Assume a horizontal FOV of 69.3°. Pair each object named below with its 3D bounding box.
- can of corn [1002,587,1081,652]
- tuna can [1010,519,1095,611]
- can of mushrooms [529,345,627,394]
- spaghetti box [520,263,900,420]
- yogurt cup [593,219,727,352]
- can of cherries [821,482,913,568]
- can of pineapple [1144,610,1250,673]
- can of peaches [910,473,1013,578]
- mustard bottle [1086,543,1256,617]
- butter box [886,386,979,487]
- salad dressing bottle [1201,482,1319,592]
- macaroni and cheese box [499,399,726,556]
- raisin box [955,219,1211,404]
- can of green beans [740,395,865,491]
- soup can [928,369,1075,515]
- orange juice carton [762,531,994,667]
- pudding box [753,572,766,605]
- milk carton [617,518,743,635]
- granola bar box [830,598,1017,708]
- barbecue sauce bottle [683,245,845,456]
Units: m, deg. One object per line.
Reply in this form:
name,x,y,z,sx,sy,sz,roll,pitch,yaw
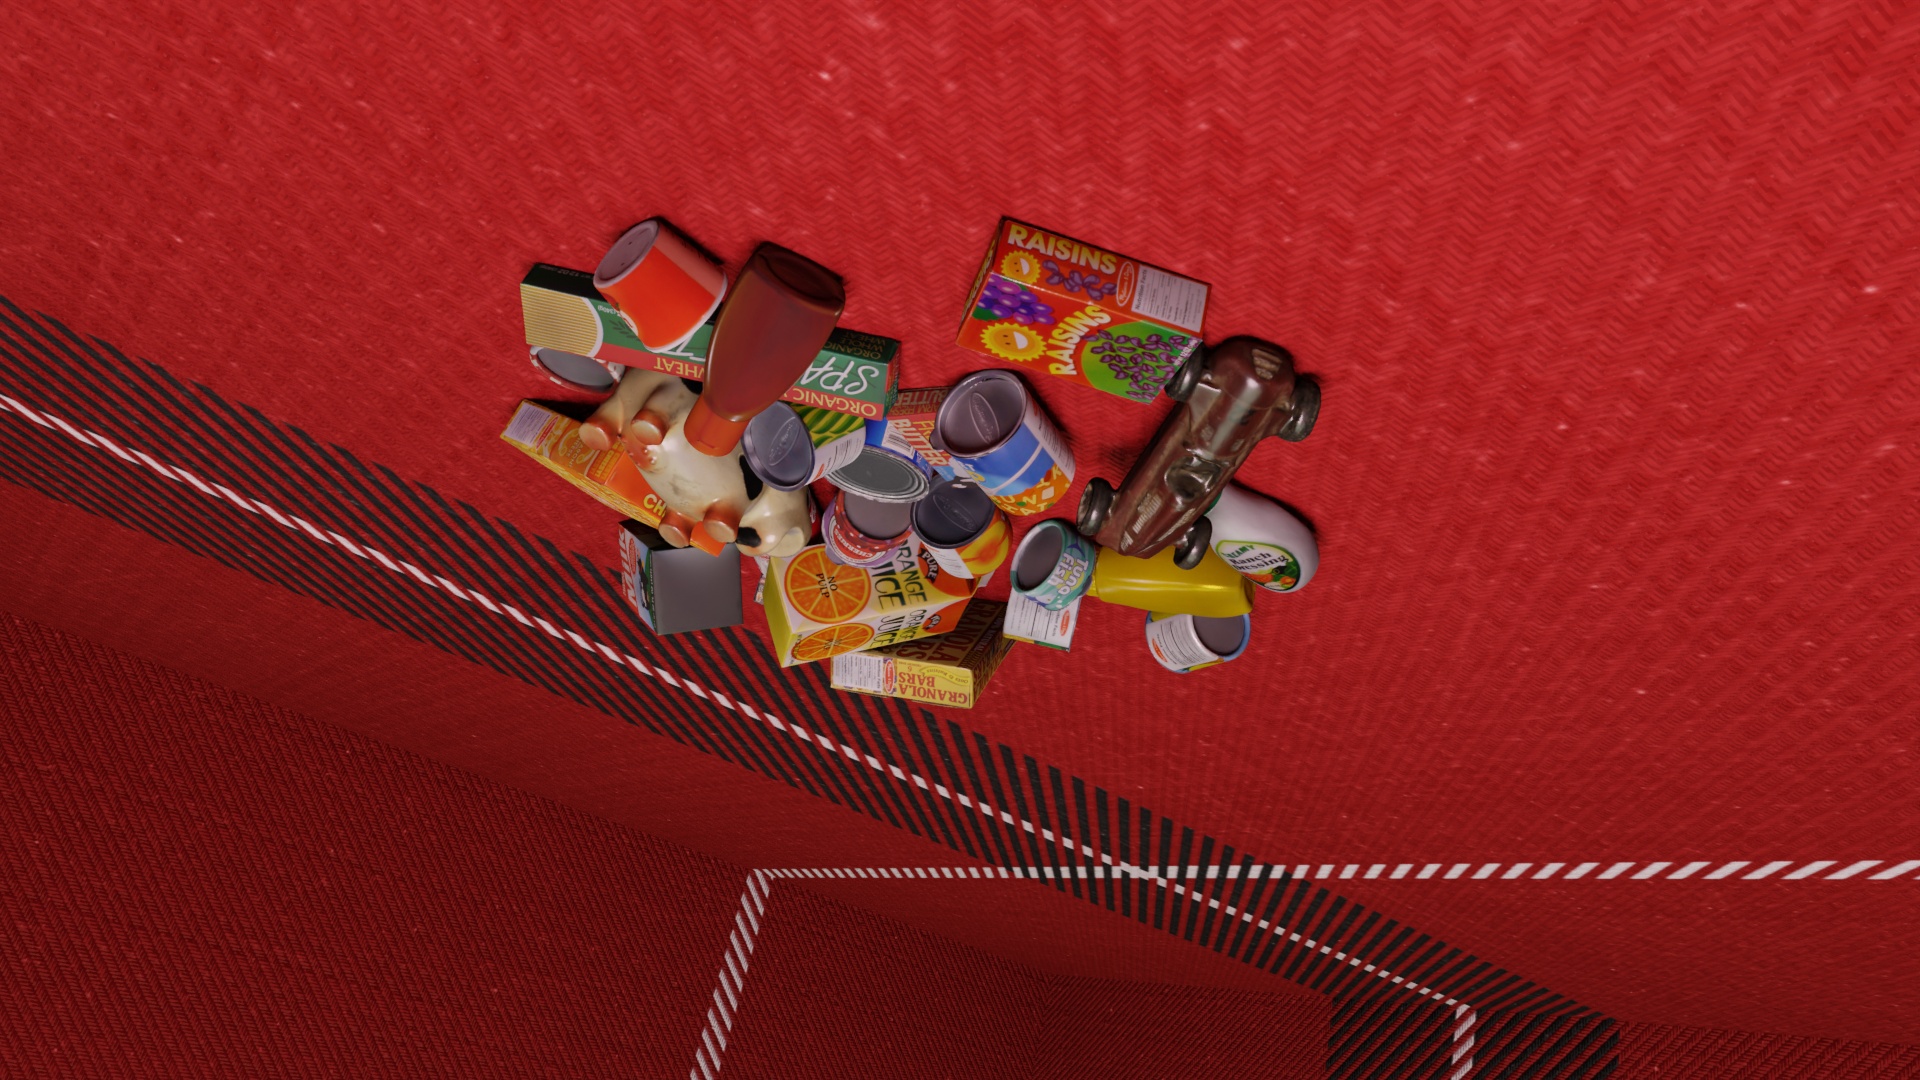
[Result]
can of corn,0.071,0.055,1.171,0.058,0.071,0.071,13,157,5
tuna can,0.072,0.020,1.082,0.033,0.071,0.071,29,153,-30
can of mushrooms,-0.264,-0.131,0.975,0.071,0.033,0.070,11,156,5
spaghetti box,-0.163,-0.130,0.908,0.250,0.029,0.049,13,133,4
yogurt cup,-0.183,-0.156,0.837,0.072,0.073,0.054,-7,141,40
can of cherries,-0.071,-0.016,1.079,0.071,0.072,0.058,19,156,-12
can of pineapple,0.195,0.070,1.135,0.071,0.071,0.057,24,155,-23
can of peaches,0.004,-0.013,1.053,0.071,0.071,0.058,5,156,20
mustard bottle,0.147,0.026,1.081,0.160,0.049,0.065,4,155,23
butter box,-0.004,-0.071,0.976,0.053,0.024,0.103,-1,153,30
salad dressing bottle,0.191,-0.014,0.969,0.147,0.044,0.064,33,150,-32
macaroni and cheese box,-0.267,-0.050,1.088,0.166,0.040,0.123,20,167,43
raisin box,0.068,-0.128,0.787,0.123,0.040,0.085,16,158,-7
can of green beans,-0.107,-0.074,0.951,0.071,0.058,0.071,16,119,30
soup can,0.028,-0.062,0.920,0.071,0.071,0.083,0,153,30
orange juice carton,-0.059,0.040,1.135,0.193,0.073,0.071,-11,155,-19
pudding box,-0.149,0.033,1.227,0.050,0.084,0.030,17,112,-4
milk carton,-0.247,0.022,1.192,0.073,0.072,0.190,-6,-169,-23
granola bar box,-0.027,0.091,1.214,0.124,0.039,0.166,7,-162,15
barbecue sauce bottle,-0.130,-0.111,0.864,0.065,0.044,0.147,28,131,-13
